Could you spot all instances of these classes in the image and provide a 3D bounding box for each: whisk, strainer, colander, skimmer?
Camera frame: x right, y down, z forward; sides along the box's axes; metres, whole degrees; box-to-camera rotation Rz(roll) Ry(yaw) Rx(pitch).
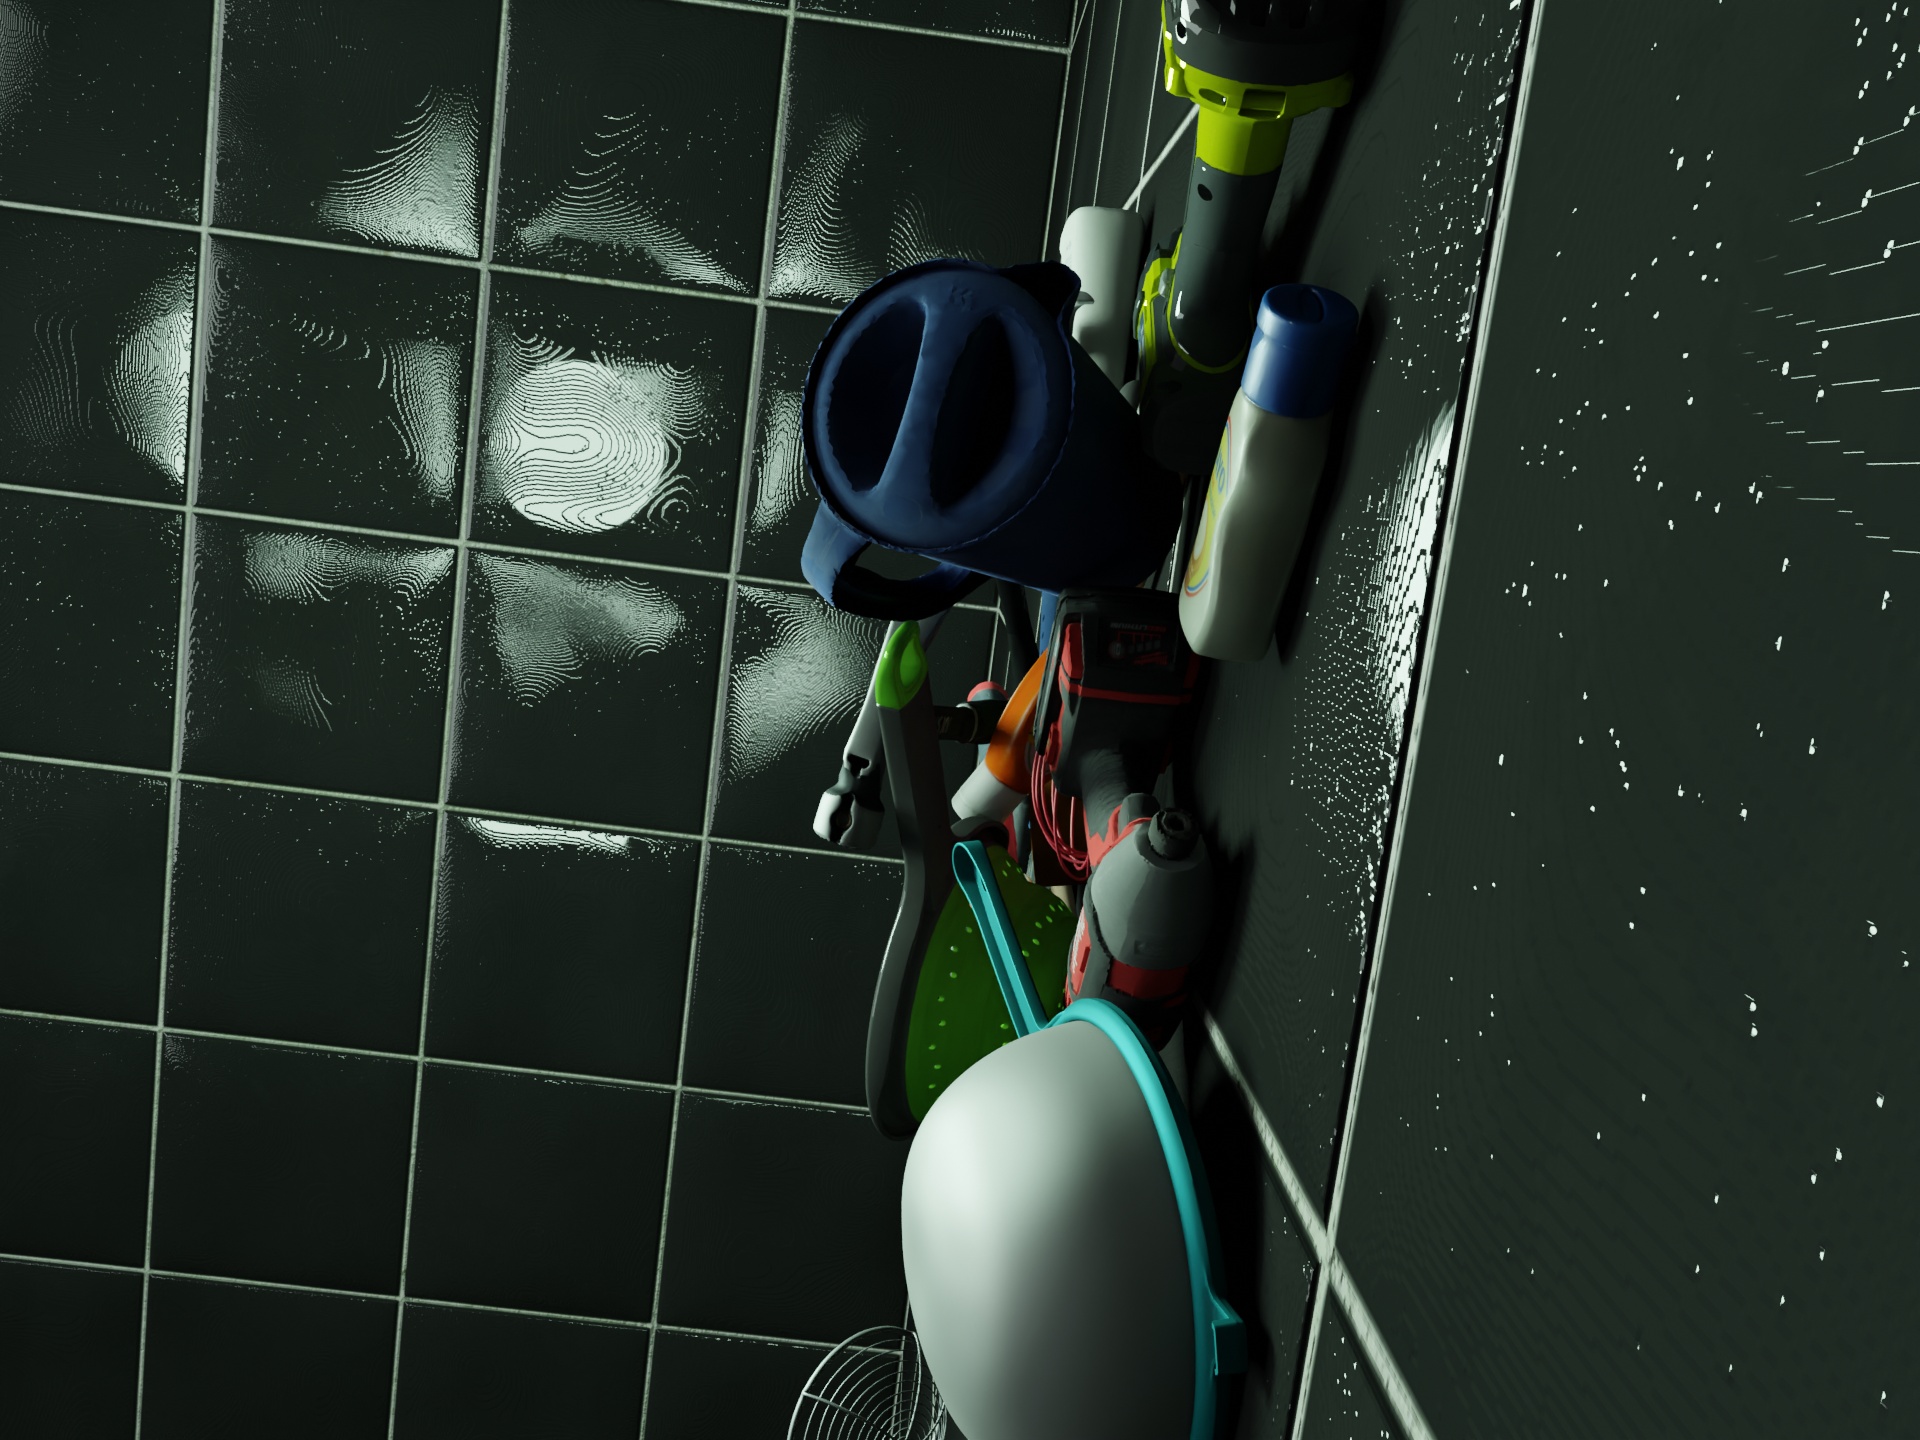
[{"bbox_3d":[0.087,-0.052,0.935,0.073,0.073,0.296,-134,51,-87],"label":"whisk"},{"bbox_3d":[0.011,0.183,0.706,0.341,0.095,0.210,-110,23,-45],"label":"strainer"},{"bbox_3d":[0.019,0.108,0.915,0.396,0.094,0.205,83,-152,-43],"label":"colander"},{"bbox_3d":[-0.052,0.389,1.138,0.127,0.090,0.364,57,-162,-26],"label":"skimmer"}]

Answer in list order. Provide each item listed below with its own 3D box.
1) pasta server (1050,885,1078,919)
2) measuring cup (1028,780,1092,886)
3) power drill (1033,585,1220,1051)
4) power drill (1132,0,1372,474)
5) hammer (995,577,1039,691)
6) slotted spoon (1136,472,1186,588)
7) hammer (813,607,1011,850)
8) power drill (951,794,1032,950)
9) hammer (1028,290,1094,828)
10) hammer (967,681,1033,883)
[{"bbox_3d":[0.083,0.134,1.161,0.316,0.040,0.060,-94,10,-58],"label":"pasta server"},{"bbox_3d":[0.077,0.110,1.072,0.095,0.052,0.174,70,-165,-76],"label":"measuring cup"},{"bbox_3d":[0.084,0.039,0.778,0.220,0.078,0.143,-89,6,-46],"label":"power drill"},{"bbox_3d":[0.120,-0.250,0.732,0.223,0.080,0.171,94,180,-48],"label":"power drill"},{"bbox_3d":[0.049,-0.060,1.276,0.146,0.035,0.334,-73,-24,-51],"label":"hammer"},{"bbox_3d":[0.115,-0.100,1.017,0.313,0.031,0.070,103,168,-55],"label":"slotted spoon"},{"bbox_3d":[-0.002,-0.003,1.054,0.409,0.036,0.149,-1,-71,-77],"label":"hammer"},{"bbox_3d":[0.047,0.121,1.478,0.164,0.084,0.226,104,177,-77],"label":"power drill"},{"bbox_3d":[0.071,-0.122,1.186,0.144,0.035,0.405,127,145,-84],"label":"hammer"},{"bbox_3d":[0.031,0.089,1.279,0.387,0.038,0.143,-93,-1,-61],"label":"hammer"}]
